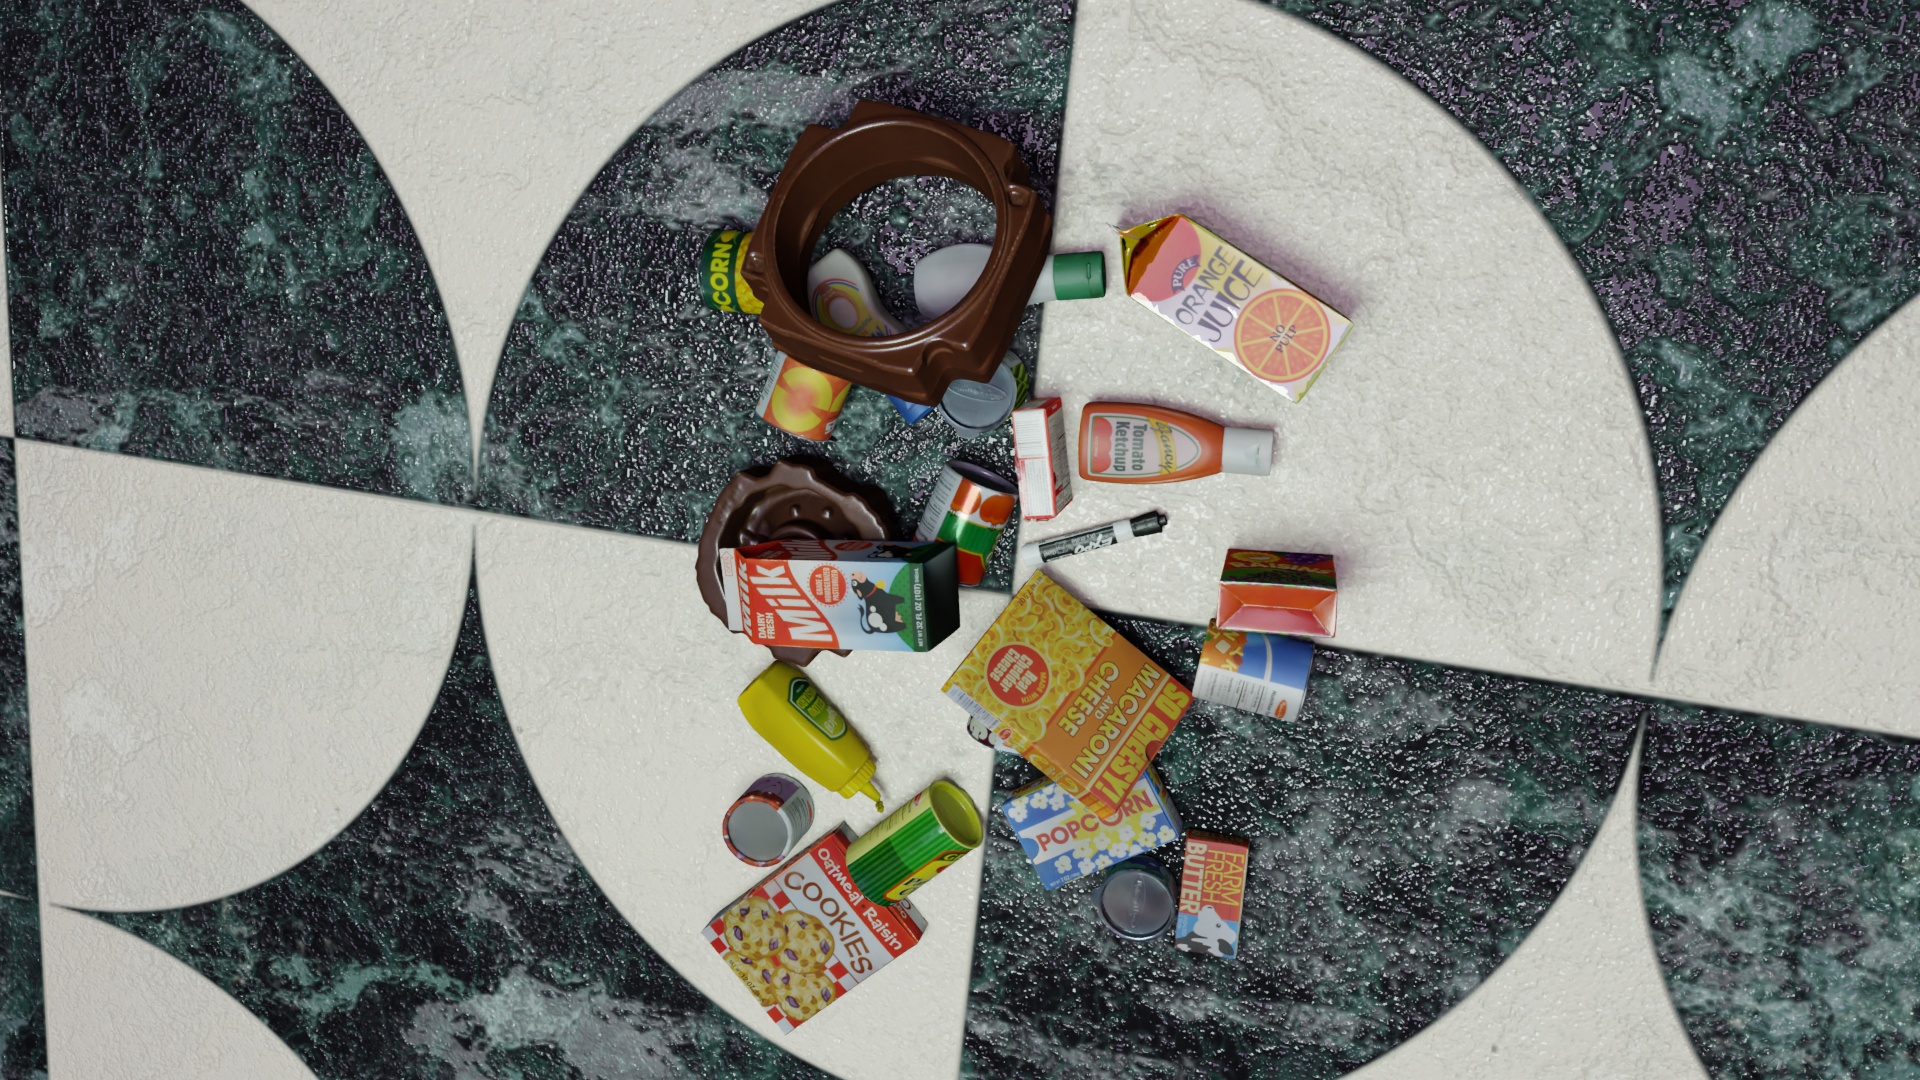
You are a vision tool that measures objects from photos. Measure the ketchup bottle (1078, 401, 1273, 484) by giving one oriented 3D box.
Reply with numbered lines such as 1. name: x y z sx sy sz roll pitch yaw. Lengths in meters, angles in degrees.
1. ketchup bottle: 0.168 -0.074 1.088 0.149 0.044 0.064 5 102 12

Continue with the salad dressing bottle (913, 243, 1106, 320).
1. salad dressing bottle: 0.040 -0.204 1.091 0.147 0.044 0.064 -2 90 12

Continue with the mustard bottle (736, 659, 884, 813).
1. mustard bottle: -0.120 0.175 1.198 0.160 0.065 0.048 45 113 -5

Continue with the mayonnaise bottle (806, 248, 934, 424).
1. mayonnaise bottle: -0.072 -0.162 1.126 0.064 0.041 0.148 -38 90 13

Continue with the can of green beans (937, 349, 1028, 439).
1. can of green beans: 0.017 -0.122 1.105 0.071 0.058 0.071 3 102 12

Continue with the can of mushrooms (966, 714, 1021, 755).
1. can of mushrooms: 0.039 0.148 1.153 0.071 0.071 0.033 17 105 9

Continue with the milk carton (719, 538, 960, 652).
1. milk carton: -0.102 0.041 1.096 0.190 0.074 0.072 0 102 20

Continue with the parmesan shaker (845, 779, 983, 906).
1. parmesan shaker: -0.039 0.260 1.193 0.103 0.071 0.071 -40 91 21

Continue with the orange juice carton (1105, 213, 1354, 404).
1. orange juice carton: 0.193 -0.186 1.044 0.193 0.072 0.073 34 106 4

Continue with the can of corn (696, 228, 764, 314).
1. can of corn: -0.173 -0.216 1.123 0.058 0.071 0.071 7 103 11

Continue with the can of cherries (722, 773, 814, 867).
1. can of cherries: -0.172 0.247 1.225 0.071 0.058 0.071 3 102 12

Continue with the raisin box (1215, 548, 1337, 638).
1. raisin box: 0.241 0.038 1.052 0.086 0.124 0.040 3 102 13

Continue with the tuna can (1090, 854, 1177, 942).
1. tuna can: 0.147 0.301 1.175 0.071 0.033 0.071 3 102 13

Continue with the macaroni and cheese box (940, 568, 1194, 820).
1. macaroni and cheese box: 0.087 0.122 1.112 0.166 0.040 0.124 38 65 3

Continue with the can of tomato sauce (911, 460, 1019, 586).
1. can of tomato sauce: 0.004 -0.014 1.127 0.071 0.071 0.083 25 106 7

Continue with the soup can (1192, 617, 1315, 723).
1. soup can: 0.232 0.100 1.099 0.084 0.071 0.071 14 104 11

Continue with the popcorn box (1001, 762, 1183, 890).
1. popcorn box: 0.111 0.229 1.166 0.126 0.038 0.085 -27 96 16

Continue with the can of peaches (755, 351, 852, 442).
1. can of peaches: -0.125 -0.120 1.136 0.071 0.071 0.058 25 106 7

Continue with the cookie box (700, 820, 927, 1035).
1. cookie box: -0.131 0.348 1.246 0.167 0.040 0.123 -39 91 17

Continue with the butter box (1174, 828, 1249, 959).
1. butter box: 0.211 0.295 1.164 0.053 0.024 0.103 6 103 11
